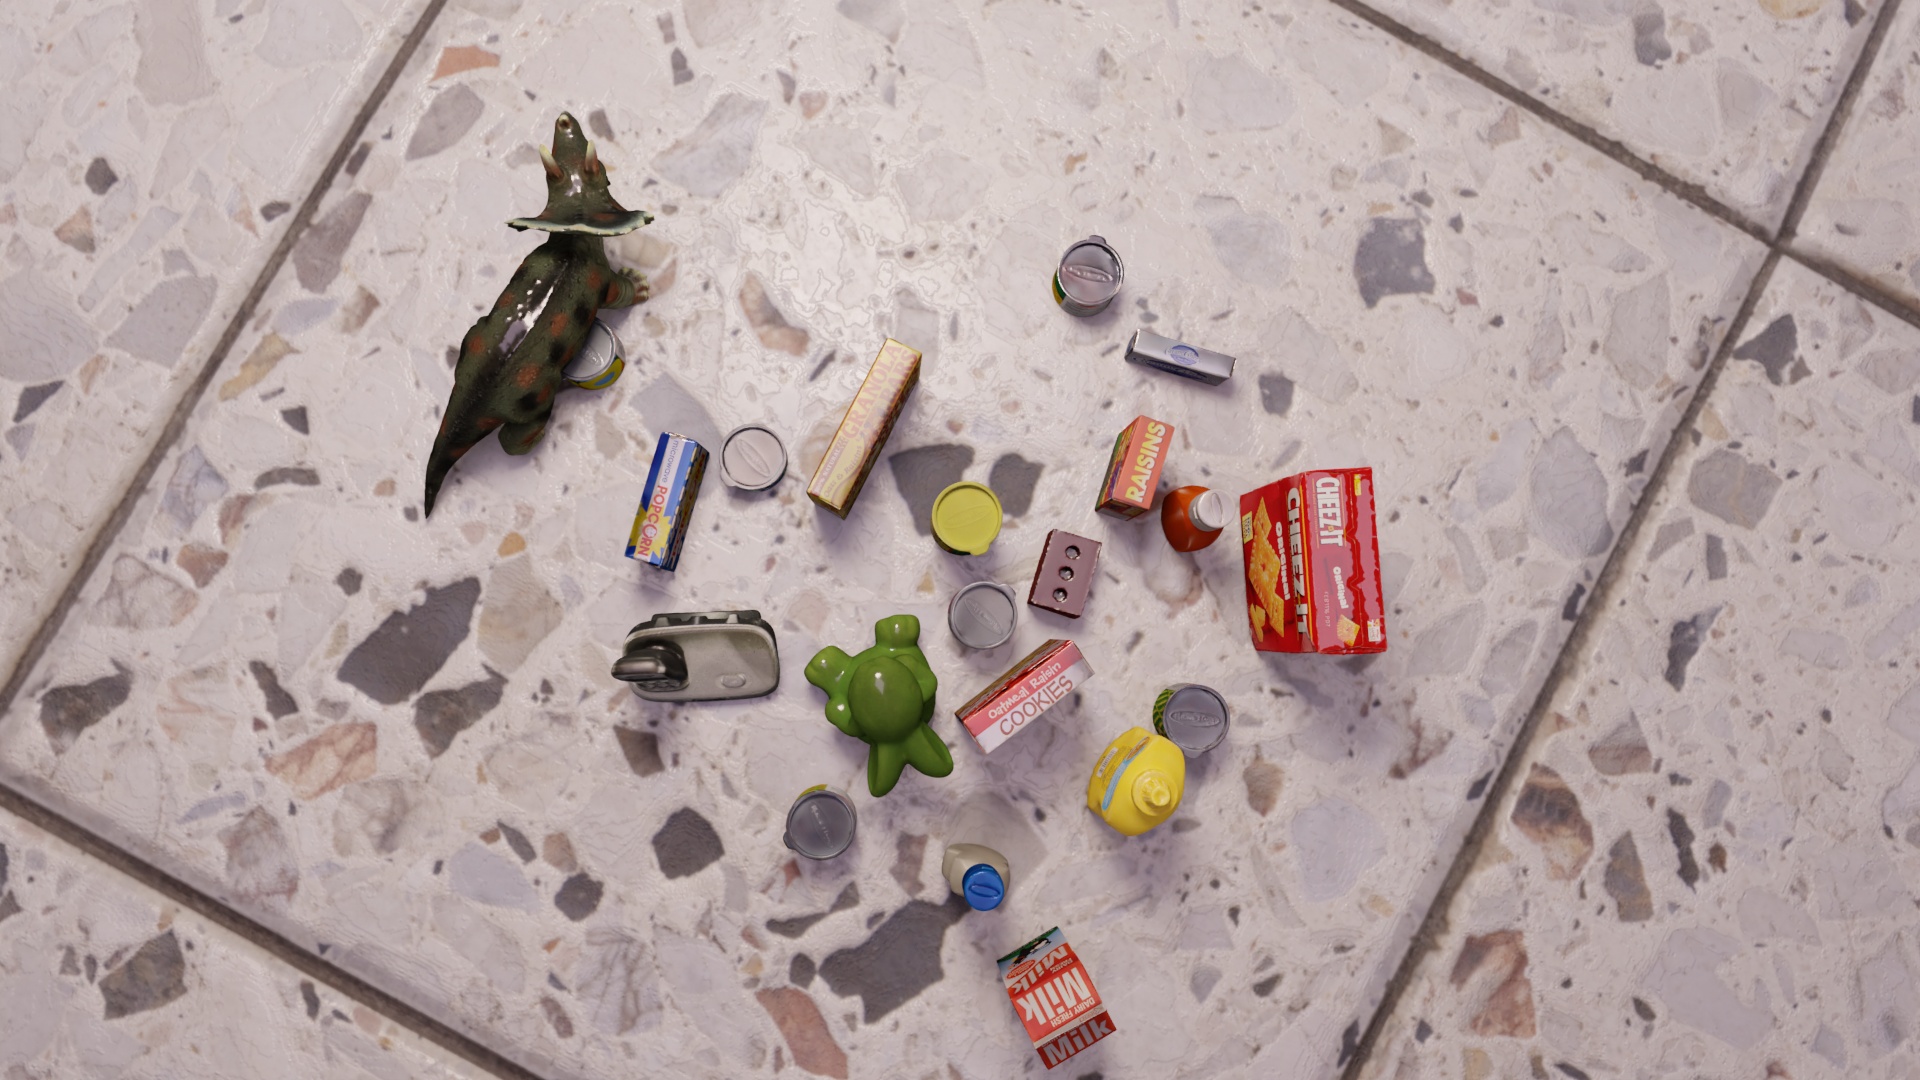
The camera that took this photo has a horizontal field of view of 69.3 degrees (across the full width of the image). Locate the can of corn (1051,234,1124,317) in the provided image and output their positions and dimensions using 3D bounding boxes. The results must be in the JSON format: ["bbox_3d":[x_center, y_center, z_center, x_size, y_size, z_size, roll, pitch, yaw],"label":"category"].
[{"bbox_3d":[0.128,-0.265,1.395,0.071,0.058,0.071,0,86,-3],"label":"can of corn"}]

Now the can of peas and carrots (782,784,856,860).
[{"bbox_3d":[-0.135,0.272,1.339,0.071,0.058,0.071,0,86,-3],"label":"can of peas and carrots"}]

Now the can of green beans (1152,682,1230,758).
[{"bbox_3d":[0.226,0.174,1.367,0.071,0.058,0.071,0,86,-3],"label":"can of green beans"}]

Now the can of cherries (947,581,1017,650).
[{"bbox_3d":[0.023,0.073,1.363,0.071,0.058,0.071,0,86,-3],"label":"can of cherries"}]

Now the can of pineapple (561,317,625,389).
[{"bbox_3d":[-0.368,-0.183,1.362,0.071,0.058,0.071,0,86,-3],"label":"can of pineapple"}]

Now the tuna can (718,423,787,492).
[{"bbox_3d":[-0.206,-0.079,1.376,0.071,0.033,0.071,0,86,-3],"label":"tuna can"}]

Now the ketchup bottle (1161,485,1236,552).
[{"bbox_3d":[0.229,-0.024,1.336,0.043,0.148,0.064,-11,87,-4],"label":"ketchup bottle"}]

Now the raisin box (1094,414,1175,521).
[{"bbox_3d":[0.167,-0.069,1.349,0.040,0.123,0.086,19,85,-1],"label":"raisin box"}]

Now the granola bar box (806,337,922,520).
[{"bbox_3d":[-0.092,-0.105,1.338,0.039,0.124,0.165,27,85,-1],"label":"granola bar box"}]

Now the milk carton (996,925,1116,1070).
[{"bbox_3d":[0.088,0.421,1.273,0.072,0.190,0.073,-28,88,-4],"label":"milk carton"}]

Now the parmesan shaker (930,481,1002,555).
[{"bbox_3d":[0.005,-0.017,1.347,0.071,0.103,0.071,0,86,-3],"label":"parmesan shaker"}]

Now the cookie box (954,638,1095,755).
[{"bbox_3d":[0.056,0.143,1.305,0.123,0.167,0.040,-37,89,-5],"label":"cookie box"}]

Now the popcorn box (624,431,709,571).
[{"bbox_3d":[-0.282,-0.036,1.342,0.038,0.085,0.127,16,85,-2],"label":"popcorn box"}]

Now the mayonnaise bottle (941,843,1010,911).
[{"bbox_3d":[0.017,0.315,1.299,0.065,0.148,0.041,12,86,-2],"label":"mayonnaise bottle"}]

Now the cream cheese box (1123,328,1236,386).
[{"bbox_3d":[0.219,-0.183,1.396,0.104,0.053,0.024,16,86,-2],"label":"cream cheese box"}]
